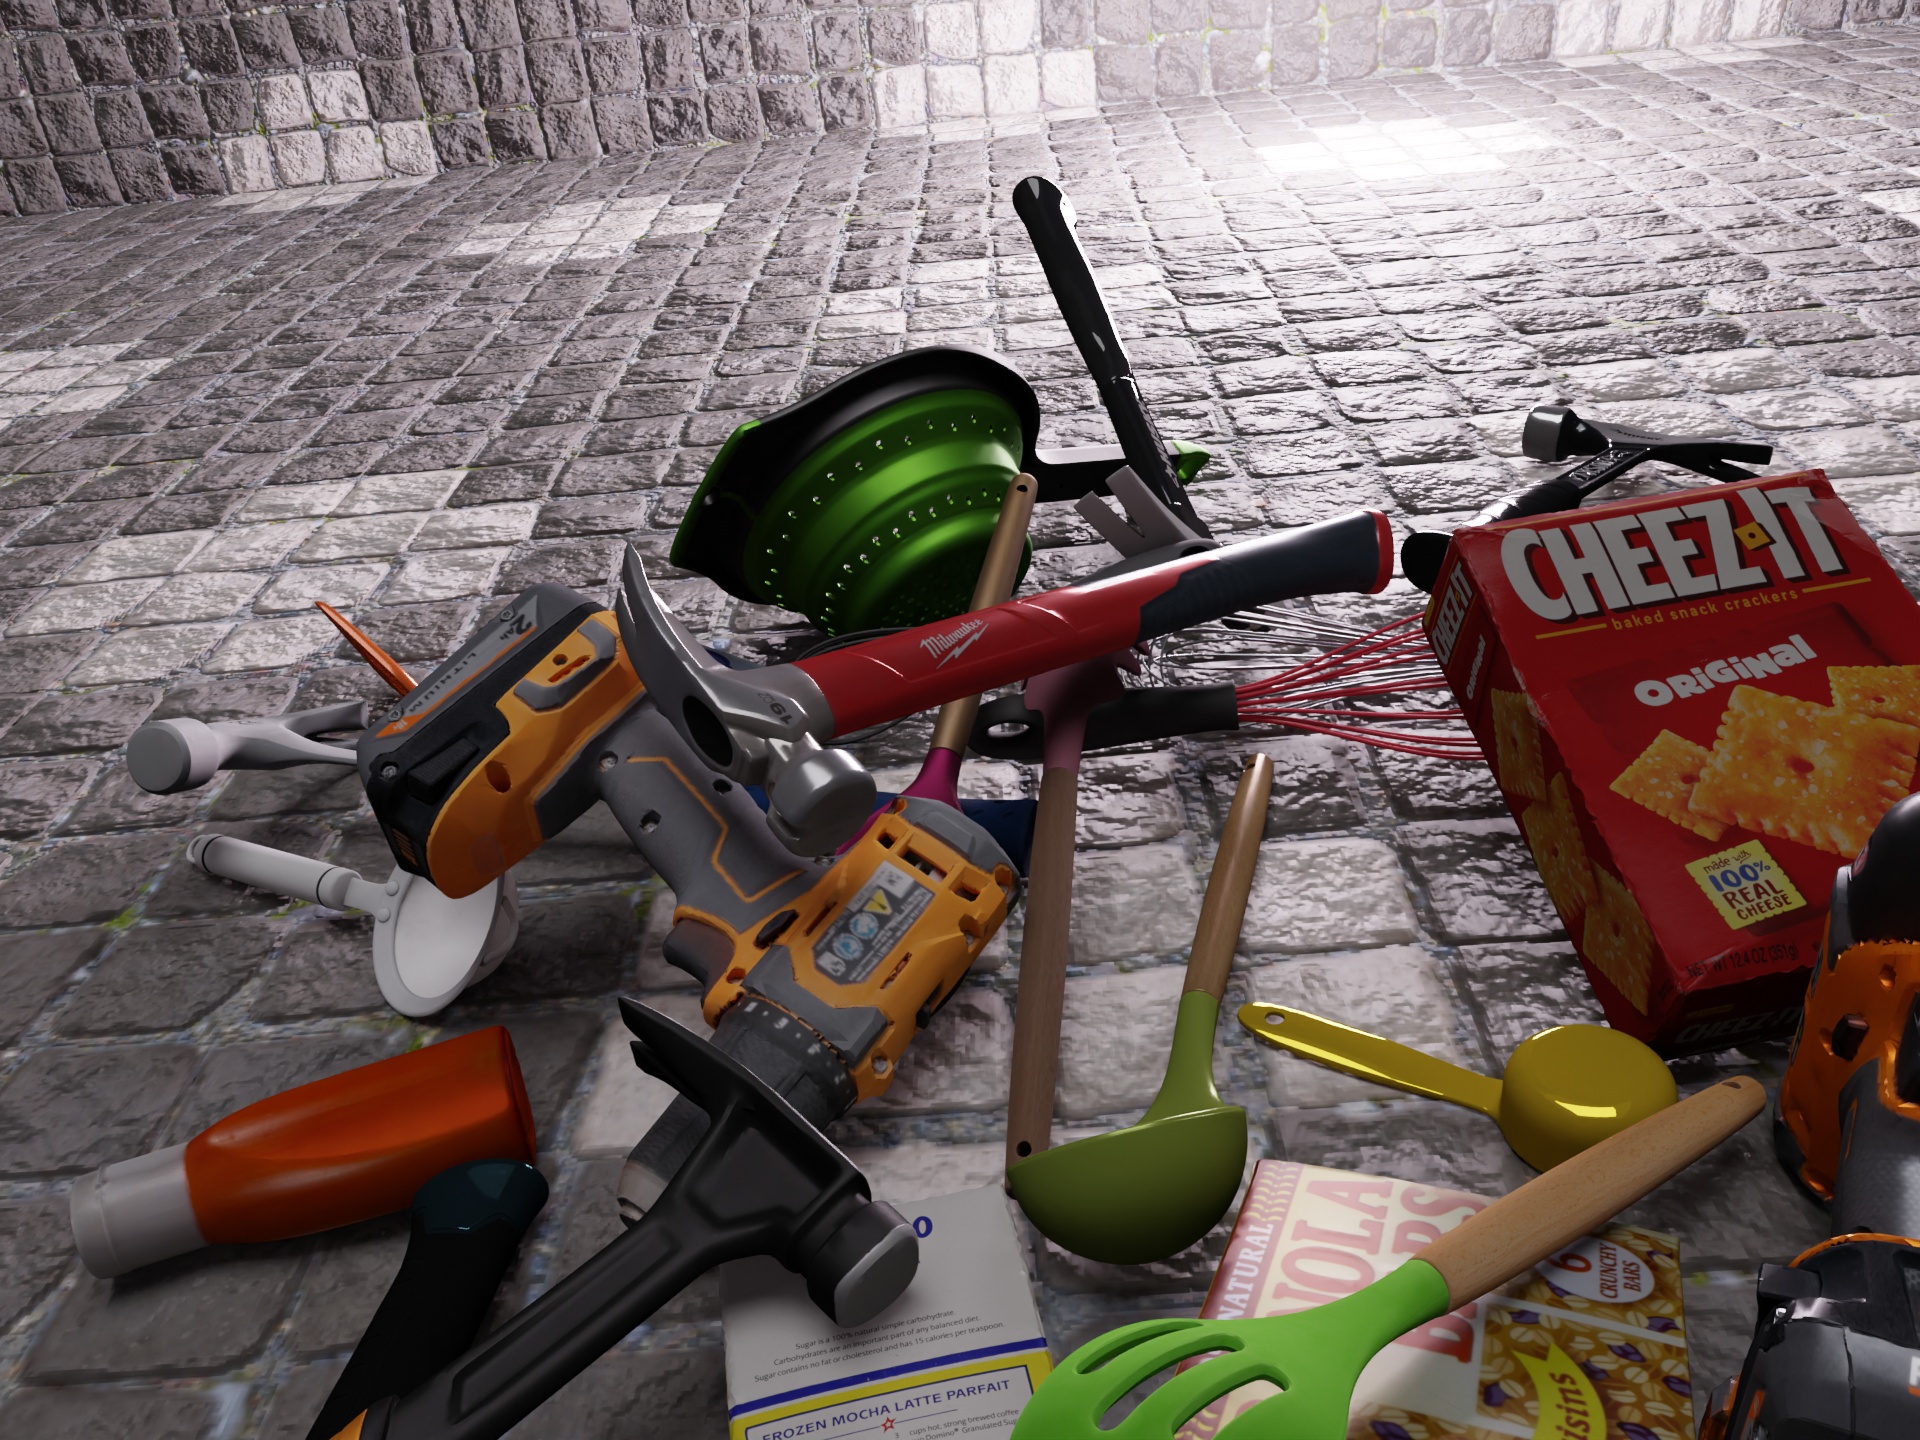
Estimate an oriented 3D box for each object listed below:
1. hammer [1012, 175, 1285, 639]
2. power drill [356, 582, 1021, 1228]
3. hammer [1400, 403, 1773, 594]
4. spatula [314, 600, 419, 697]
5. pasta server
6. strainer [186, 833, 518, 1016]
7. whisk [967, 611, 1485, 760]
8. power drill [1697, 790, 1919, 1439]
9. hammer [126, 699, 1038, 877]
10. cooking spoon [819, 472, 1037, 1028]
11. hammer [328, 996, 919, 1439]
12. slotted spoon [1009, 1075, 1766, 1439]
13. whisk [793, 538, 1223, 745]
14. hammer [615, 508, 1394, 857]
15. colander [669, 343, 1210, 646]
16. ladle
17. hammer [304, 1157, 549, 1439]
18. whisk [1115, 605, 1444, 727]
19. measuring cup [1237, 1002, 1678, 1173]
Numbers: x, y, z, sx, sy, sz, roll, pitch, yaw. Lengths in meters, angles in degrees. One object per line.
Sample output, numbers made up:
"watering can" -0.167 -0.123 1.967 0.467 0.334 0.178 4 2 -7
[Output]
"hammer" 0.083 -0.199 0.905 0.035 0.146 0.335 -36 51 26
"power drill" -0.117 0.068 0.587 0.226 0.084 0.185 32 59 15
"hammer" 0.330 -0.121 0.861 0.149 0.036 0.409 17 25 30
"spatula" -0.197 -0.004 0.826 0.323 0.081 0.041 10 61 18
"pasta server" 0.041 0.049 0.646 0.060 0.040 0.316 -7 45 16
"strainer" -0.269 0.076 0.710 0.258 0.050 0.087 8 76 33
"whisk" 0.146 -0.008 0.729 0.296 0.073 0.073 -6 30 9
"power drill" 0.252 0.118 0.414 0.084 0.164 0.226 11 36 25
"hammer" -0.164 0.030 0.742 0.405 0.035 0.144 6 6 12
"cooking spoon" -0.001 -0.002 0.703 0.069 0.017 0.319 11 51 7
"hammer" -0.172 0.199 0.396 0.337 0.034 0.127 -33 48 -32
"slotted spoon" 0.138 0.141 0.425 0.313 0.031 0.070 -9 15 -38
"whisk" 0.019 -0.045 0.799 0.239 0.055 0.055 -20 29 9
"hammer" 0.047 -0.053 0.677 0.386 0.038 0.143 -18 52 -38
"colander" 0.031 -0.111 0.919 0.397 0.204 0.095 -12 61 -42
"ladle" 0.090 0.084 0.611 0.078 0.062 0.320 -25 17 28
"hammer" -0.183 0.243 0.410 0.128 0.033 0.331 -2 30 10
"whisk" 0.218 -0.029 0.787 0.284 0.070 0.070 -1 30 0
"measuring cup" 0.170 0.117 0.561 0.157 0.029 0.062 13 35 30
